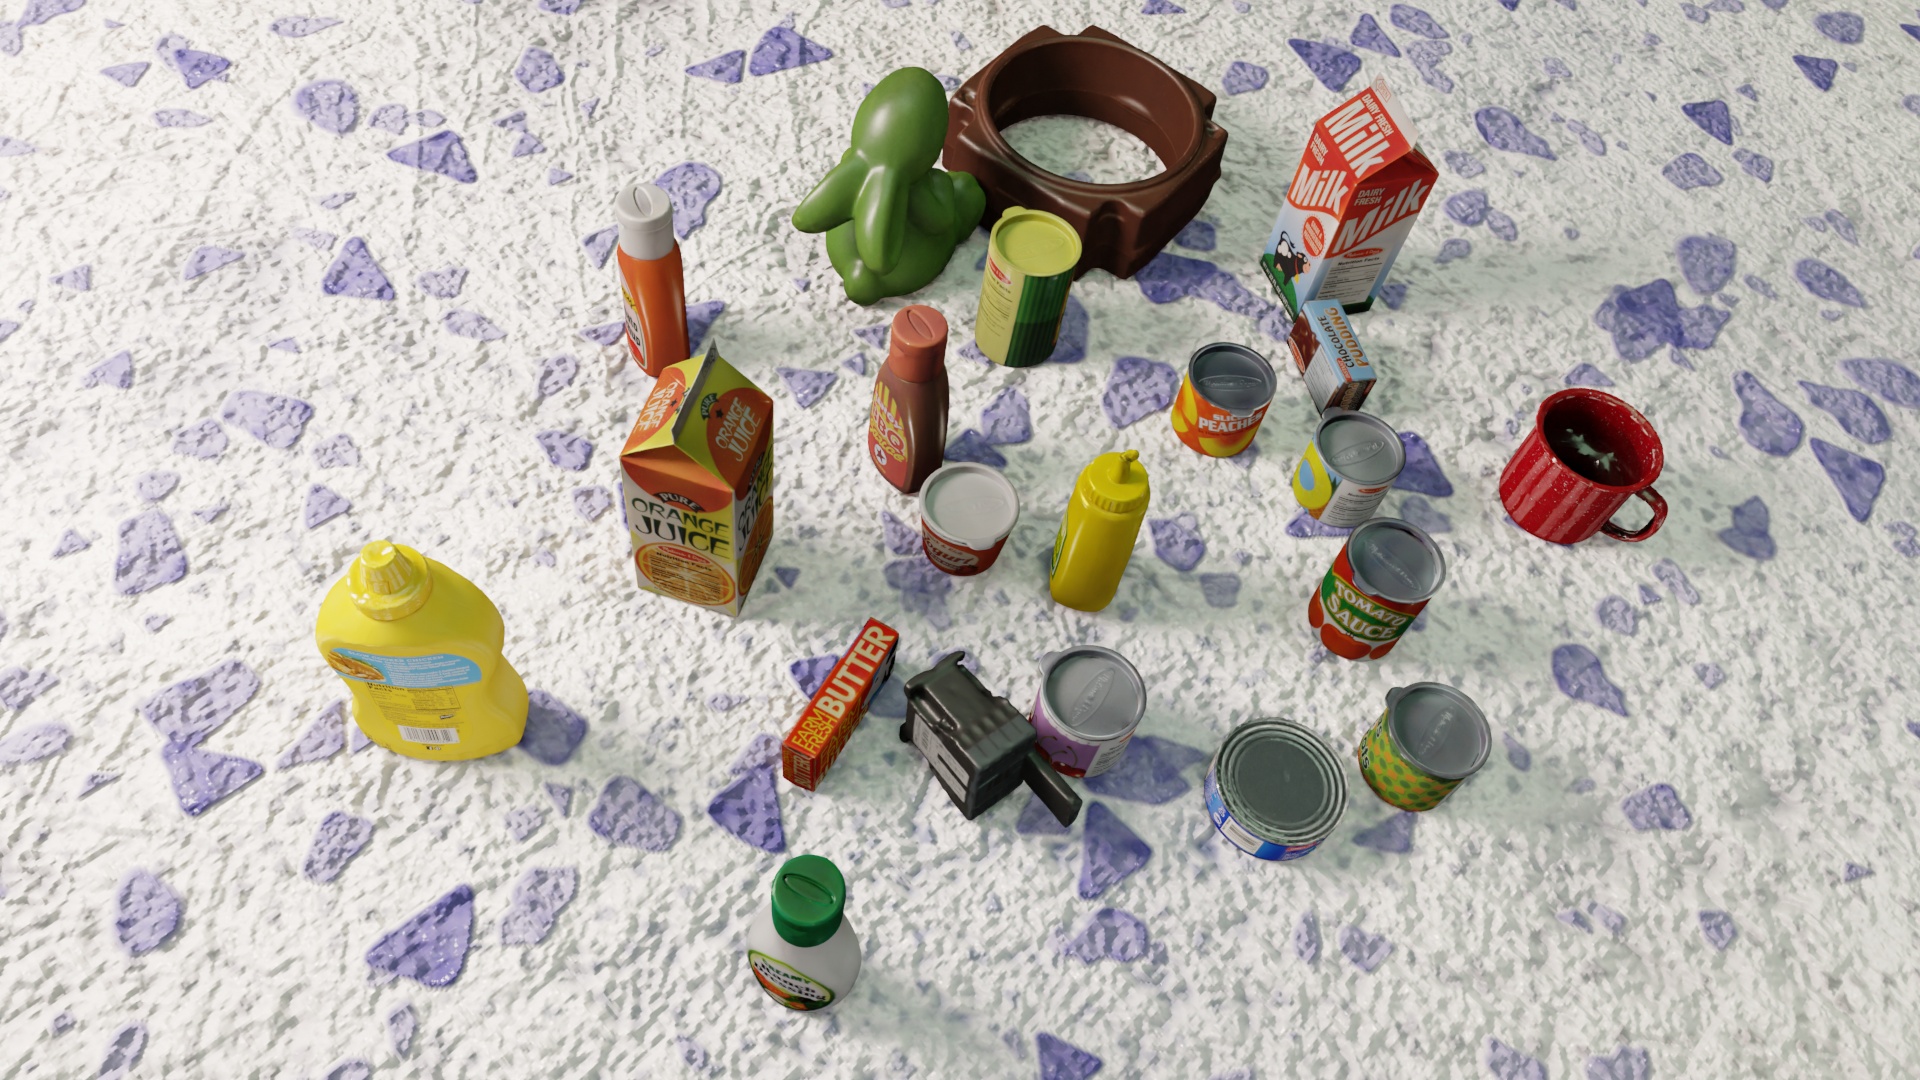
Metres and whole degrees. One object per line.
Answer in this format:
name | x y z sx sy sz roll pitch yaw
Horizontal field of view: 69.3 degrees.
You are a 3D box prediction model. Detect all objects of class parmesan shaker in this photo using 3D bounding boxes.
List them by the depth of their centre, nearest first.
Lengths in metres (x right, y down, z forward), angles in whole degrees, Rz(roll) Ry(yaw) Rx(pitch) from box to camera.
parmesan shaker | 0.048 -0.189 1.039 0.071 0.102 0.071 4 56 -5

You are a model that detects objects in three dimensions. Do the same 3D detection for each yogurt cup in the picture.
yogurt cup | 0.003 -0.012 0.946 0.072 0.053 0.073 4 56 -5

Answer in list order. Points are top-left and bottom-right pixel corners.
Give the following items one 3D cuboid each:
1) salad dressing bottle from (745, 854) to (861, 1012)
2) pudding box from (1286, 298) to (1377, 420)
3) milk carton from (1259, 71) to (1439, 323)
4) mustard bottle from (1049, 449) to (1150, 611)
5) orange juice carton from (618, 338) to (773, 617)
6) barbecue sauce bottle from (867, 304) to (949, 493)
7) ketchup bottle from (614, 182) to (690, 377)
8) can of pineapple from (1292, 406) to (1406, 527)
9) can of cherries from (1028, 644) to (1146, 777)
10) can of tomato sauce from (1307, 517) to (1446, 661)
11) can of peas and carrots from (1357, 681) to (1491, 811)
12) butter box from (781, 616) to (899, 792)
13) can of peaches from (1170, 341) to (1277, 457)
salad dressing bottle | -0.082 0.207 0.732 0.064 0.146 0.044 25 57 9
pudding box | 0.285 -0.140 1.073 0.030 0.049 0.084 -8 58 -13
milk carton | 0.302 -0.261 1.071 0.073 0.189 0.072 -11 59 -14
mustard bottle | 0.092 -0.015 0.896 0.049 0.159 0.065 12 56 0
orange juice carton | -0.160 -0.037 0.856 0.073 0.191 0.072 16 56 3
barbecue sauce bottle | -0.033 -0.097 0.940 0.044 0.147 0.065 -25 63 -22
ketchup bottle | -0.216 -0.183 0.972 0.044 0.148 0.065 -17 61 -18
can of pineapple | 0.281 -0.053 1.009 0.071 0.057 0.071 4 56 -5
can of cherries | 0.077 0.106 0.875 0.071 0.058 0.072 4 56 -5
can of tomato sauce | 0.277 0.036 0.935 0.071 0.082 0.071 4 56 -5
can of peas and carrots | 0.293 0.131 0.888 0.071 0.058 0.071 4 56 -5
butter box | -0.074 0.102 0.860 0.024 0.052 0.104 27 57 10
can of peaches | 0.194 -0.102 1.029 0.071 0.057 0.071 4 56 -5
